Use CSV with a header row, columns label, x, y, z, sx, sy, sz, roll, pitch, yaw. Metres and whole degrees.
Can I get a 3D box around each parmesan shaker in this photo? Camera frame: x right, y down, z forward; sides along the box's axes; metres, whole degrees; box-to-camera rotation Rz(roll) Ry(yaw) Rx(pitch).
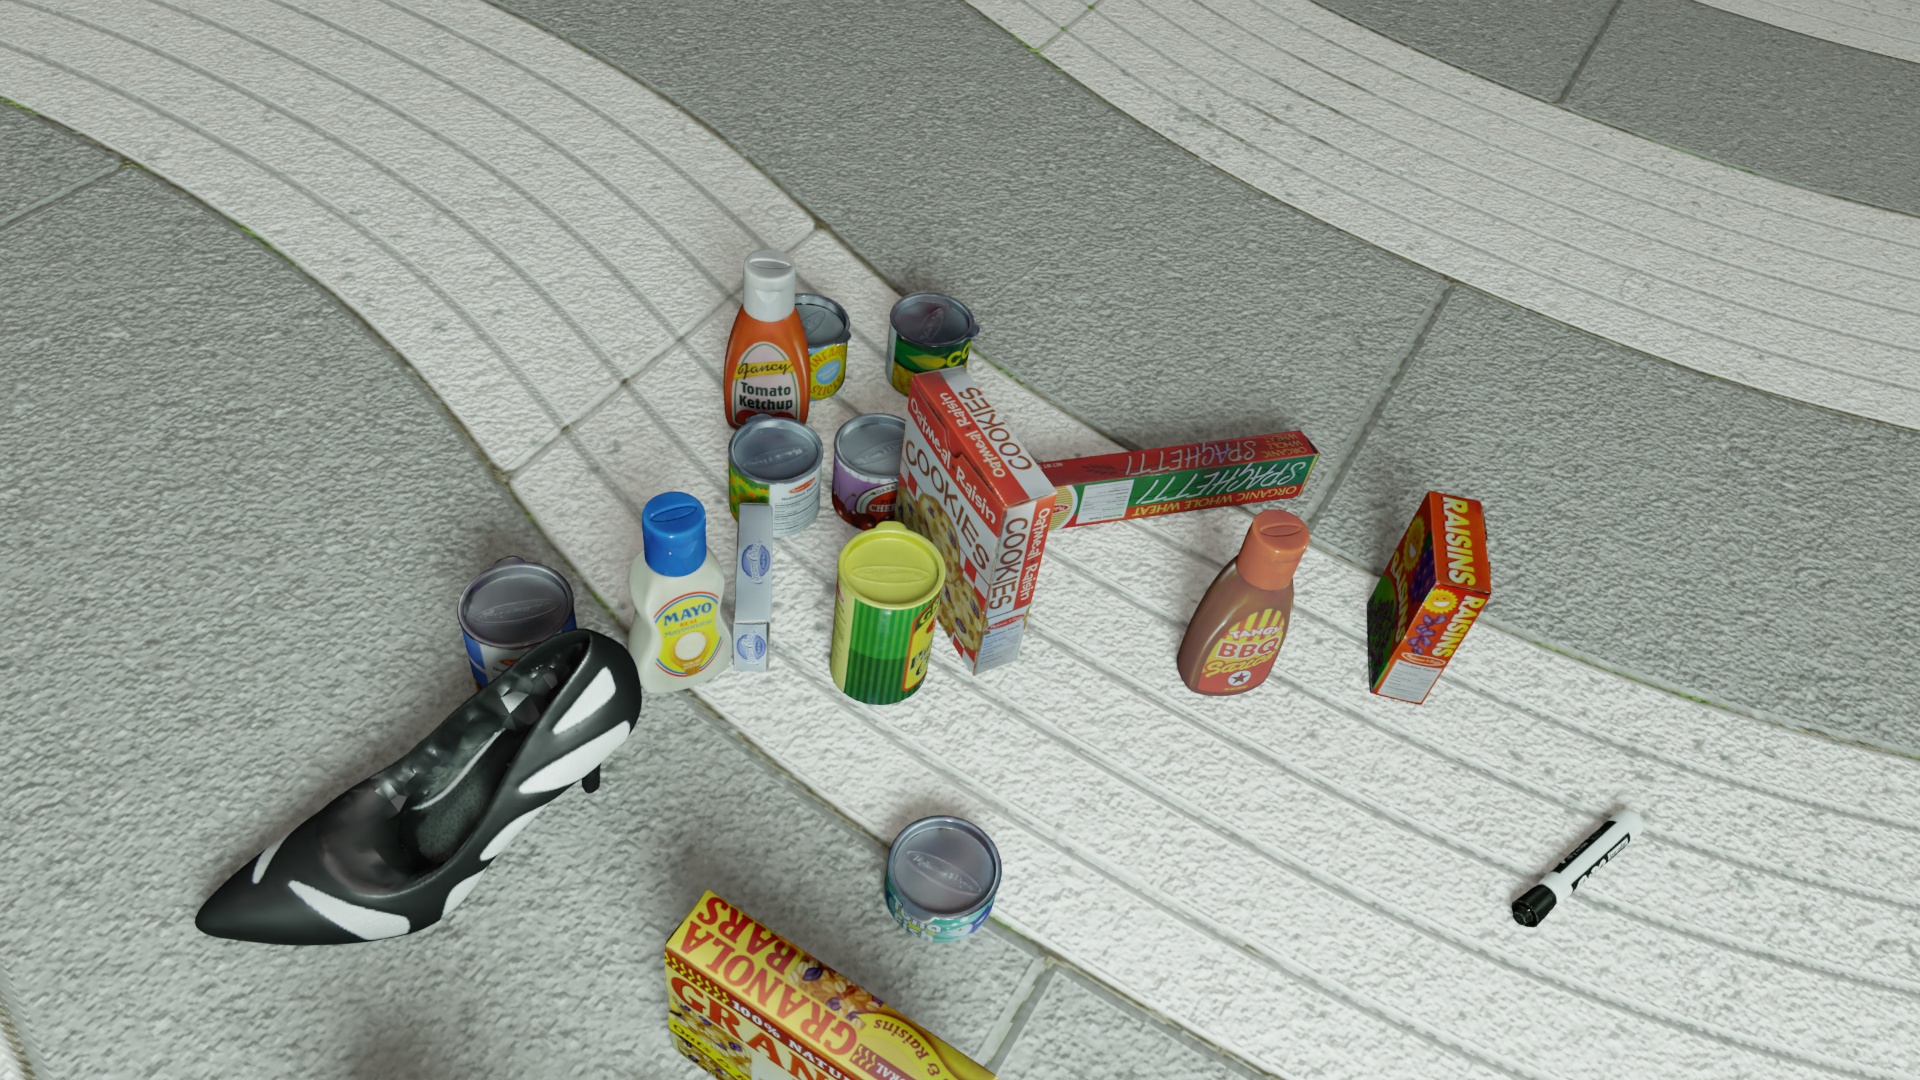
label,x,y,z,sx,sy,sz,roll,pitch,yaw
parmesan shaker,-0.048,0.048,0.885,0.071,0.102,0.072,5,48,-5

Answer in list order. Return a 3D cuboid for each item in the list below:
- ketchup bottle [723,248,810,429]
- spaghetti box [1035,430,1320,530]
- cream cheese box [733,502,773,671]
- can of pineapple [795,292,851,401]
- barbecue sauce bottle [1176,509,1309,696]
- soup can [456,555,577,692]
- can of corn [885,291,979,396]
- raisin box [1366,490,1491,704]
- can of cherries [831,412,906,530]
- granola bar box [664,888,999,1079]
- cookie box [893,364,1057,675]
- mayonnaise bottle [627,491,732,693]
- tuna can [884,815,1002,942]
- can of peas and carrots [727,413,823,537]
label,x,y,z,sx,sy,sz,roll,pitch,yaw
ketchup bottle,-0.140,-0.143,1.011,0.065,0.148,0.044,3,48,-6
spaghetti box,0.145,-0.043,1.033,0.251,0.049,0.029,-8,50,-16
cream cheese box,-0.137,0.031,0.920,0.024,0.053,0.104,1,48,-8
can of pineapple,-0.120,-0.149,1.081,0.071,0.057,0.071,5,48,-5
barbecue sauce bottle,0.186,0.042,0.897,0.065,0.147,0.044,-5,49,-14
soup can,-0.267,0.063,0.850,0.071,0.083,0.072,5,48,-5
can of corn,-0.023,-0.153,1.100,0.071,0.058,0.071,5,48,-5
raisin box,0.314,0.040,0.936,0.040,0.122,0.086,12,48,2
can of cherries,-0.058,-0.047,0.998,0.071,0.058,0.072,5,48,-5
granola bar box,-0.068,0.255,0.680,0.166,0.123,0.039,28,50,16
cookie box,0.003,-0.011,0.903,0.040,0.166,0.123,-18,54,-23
mayonnaise bottle,-0.173,0.033,0.848,0.065,0.147,0.041,-17,53,-23
tuna can,-0.012,0.198,0.803,0.071,0.032,0.071,5,48,-5
can of peas and carrots,-0.133,-0.046,0.986,0.071,0.058,0.071,5,48,-5
